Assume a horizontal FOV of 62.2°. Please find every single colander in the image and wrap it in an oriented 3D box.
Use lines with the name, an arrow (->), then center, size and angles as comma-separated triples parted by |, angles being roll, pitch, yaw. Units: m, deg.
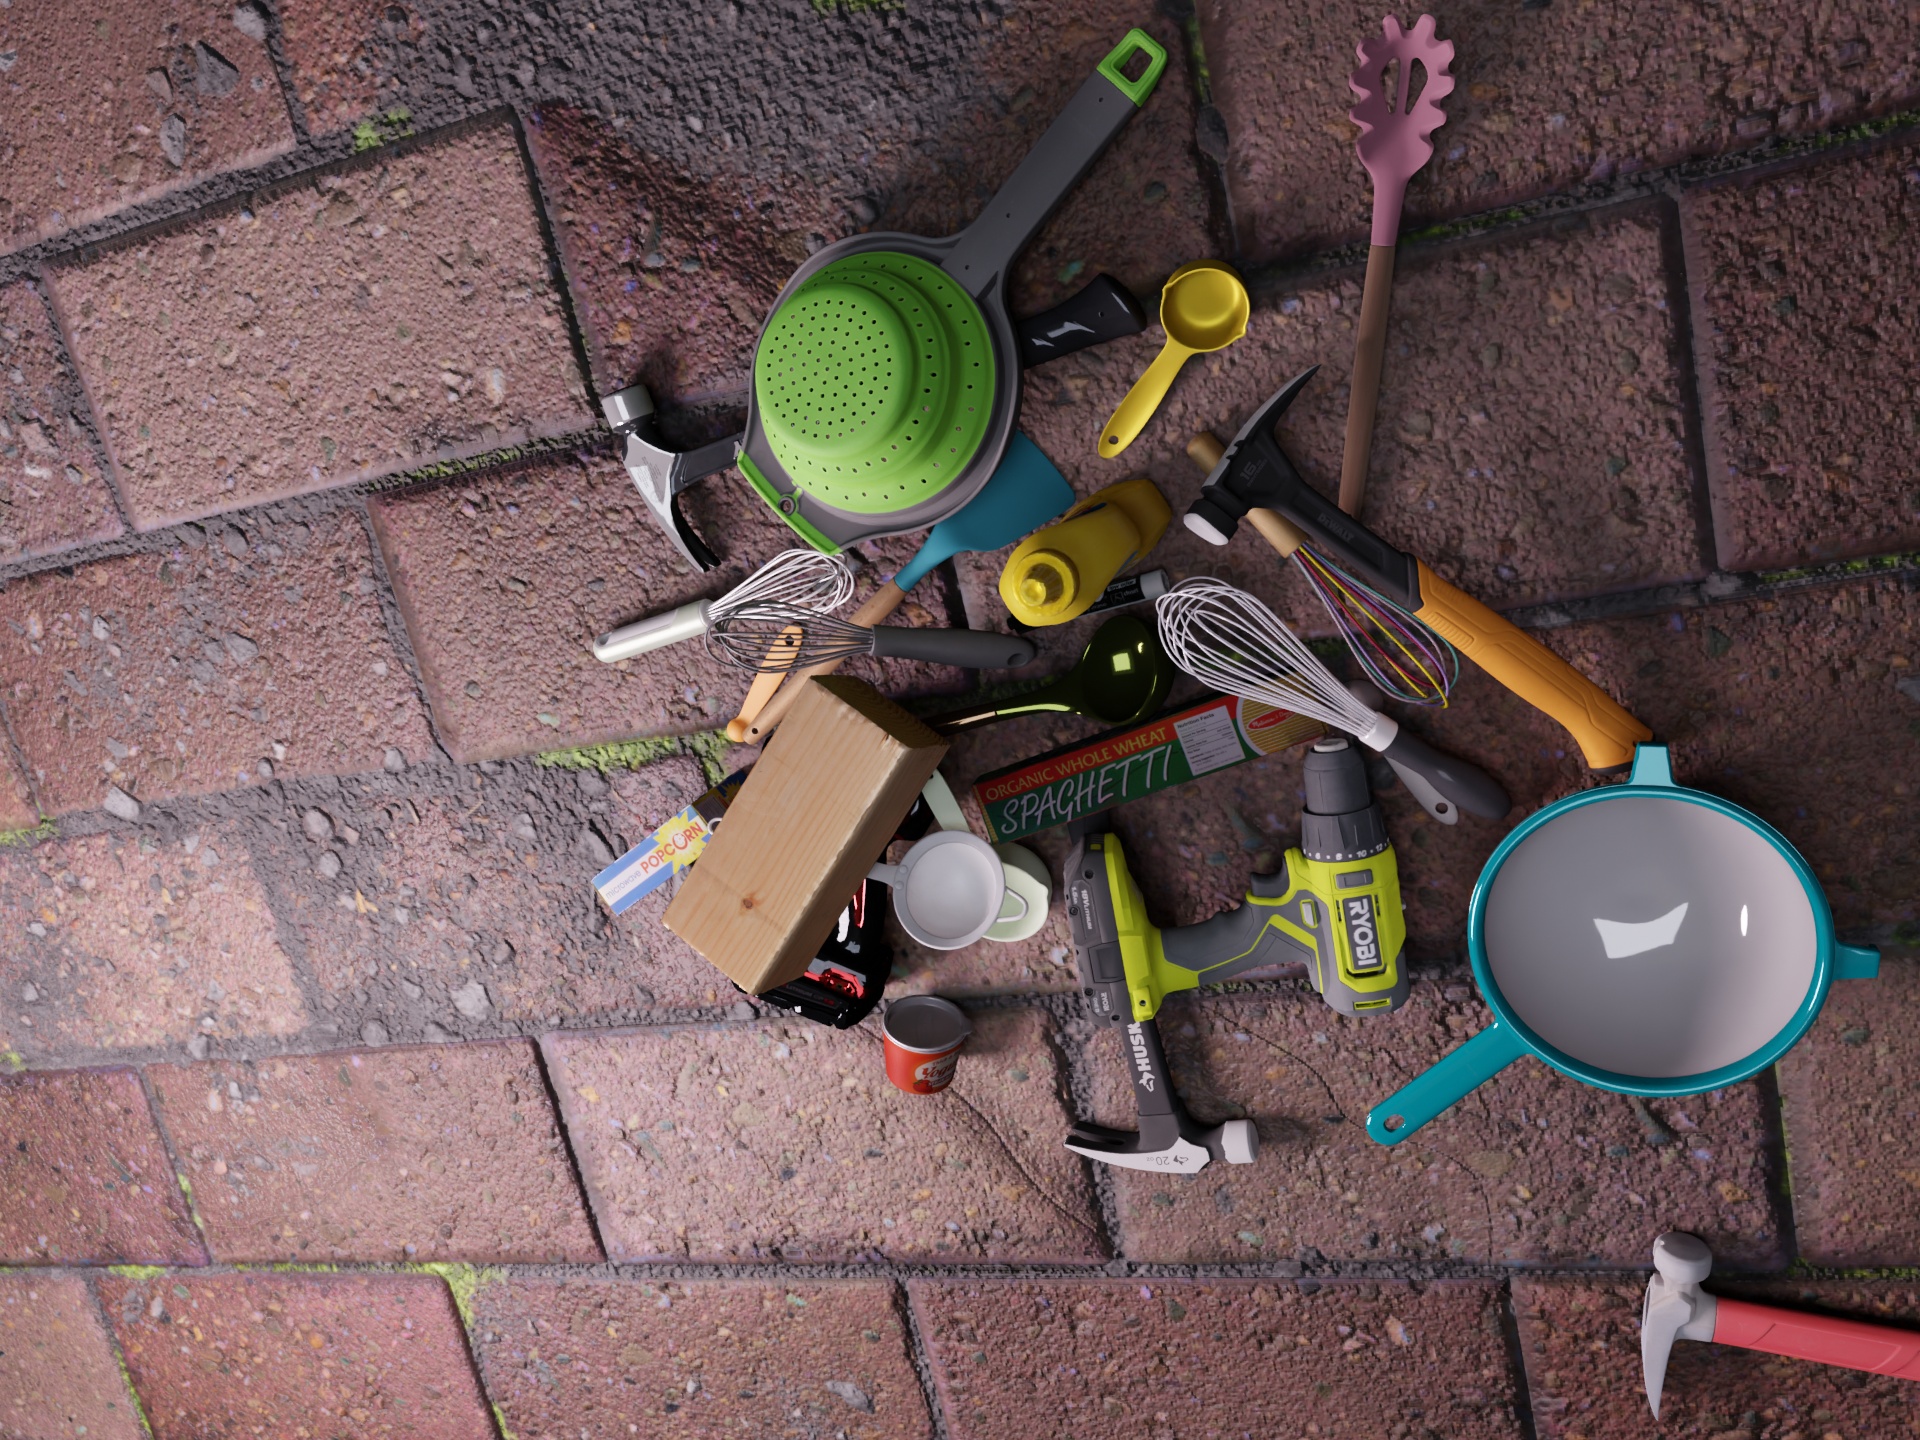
colander -> -0.016, -0.284, 1.027 | 0.204, 0.094, 0.397 | 45, 107, 12

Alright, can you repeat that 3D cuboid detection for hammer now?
hammer -> 0.675, 0.450, 1.084 | 0.386, 0.038, 0.143 | 5, 110, 18
hammer -> 0.119, 0.189, 1.201 | 0.146, 0.035, 0.334 | -10, 104, 22
hammer -> 0.309, -0.080, 1.011 | 0.337, 0.034, 0.127 | 36, 86, -6
hammer -> -0.063, -0.224, 1.129 | 0.409, 0.036, 0.149 | -15, 103, 23

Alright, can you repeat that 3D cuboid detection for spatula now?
spatula -> -0.055, -0.084, 1.163 | 0.082, 0.044, 0.317 | 47, 115, -2

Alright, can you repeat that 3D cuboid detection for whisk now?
whisk -> -0.062, -0.054, 1.130 | 0.239, 0.055, 0.055 | 3, 112, -13
whisk -> 0.250, -0.009, 1.052 | 0.284, 0.070, 0.070 | 31, 116, -10
whisk -> 0.240, -0.100, 1.056 | 0.245, 0.047, 0.051 | 48, 118, 4
whisk -> -0.186, -0.084, 1.216 | 0.246, 0.058, 0.059 | -15, 134, 28

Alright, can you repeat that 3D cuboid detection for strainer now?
strainer -> 0.404, 0.169, 1.059 | 0.211, 0.095, 0.340 | 45, 118, 4
strainer -> -0.068, 0.107, 1.166 | 0.258, 0.050, 0.087 | 14, 80, 15

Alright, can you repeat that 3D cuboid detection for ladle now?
ladle -> -0.002, -0.004, 1.137 | 0.320, 0.062, 0.078 | -15, 69, 13

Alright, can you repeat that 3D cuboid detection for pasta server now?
pasta server -> 0.260, -0.268, 0.994 | 0.060, 0.040, 0.316 | 8, 111, 15

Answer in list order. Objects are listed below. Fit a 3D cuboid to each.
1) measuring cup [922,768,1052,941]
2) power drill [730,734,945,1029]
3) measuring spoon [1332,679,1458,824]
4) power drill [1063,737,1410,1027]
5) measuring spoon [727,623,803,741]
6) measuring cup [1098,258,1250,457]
measuring cup -> 0.012, 0.090, 1.187 | 0.083, 0.038, 0.167 | -19, 113, 25
power drill -> -0.103, 0.115, 1.236 | 0.143, 0.078, 0.219 | 19, 110, 12
measuring spoon -> 0.300, 0.025, 1.088 | 0.034, 0.018, 0.124 | -39, 92, 26
power drill -> 0.191, 0.120, 1.111 | 0.228, 0.080, 0.190 | -10, 101, 8
measuring spoon -> -0.153, -0.028, 1.239 | 0.021, 0.011, 0.117 | 36, 116, 6
measuring cup -> 0.136, -0.239, 1.059 | 0.062, 0.029, 0.156 | 27, 130, -12
